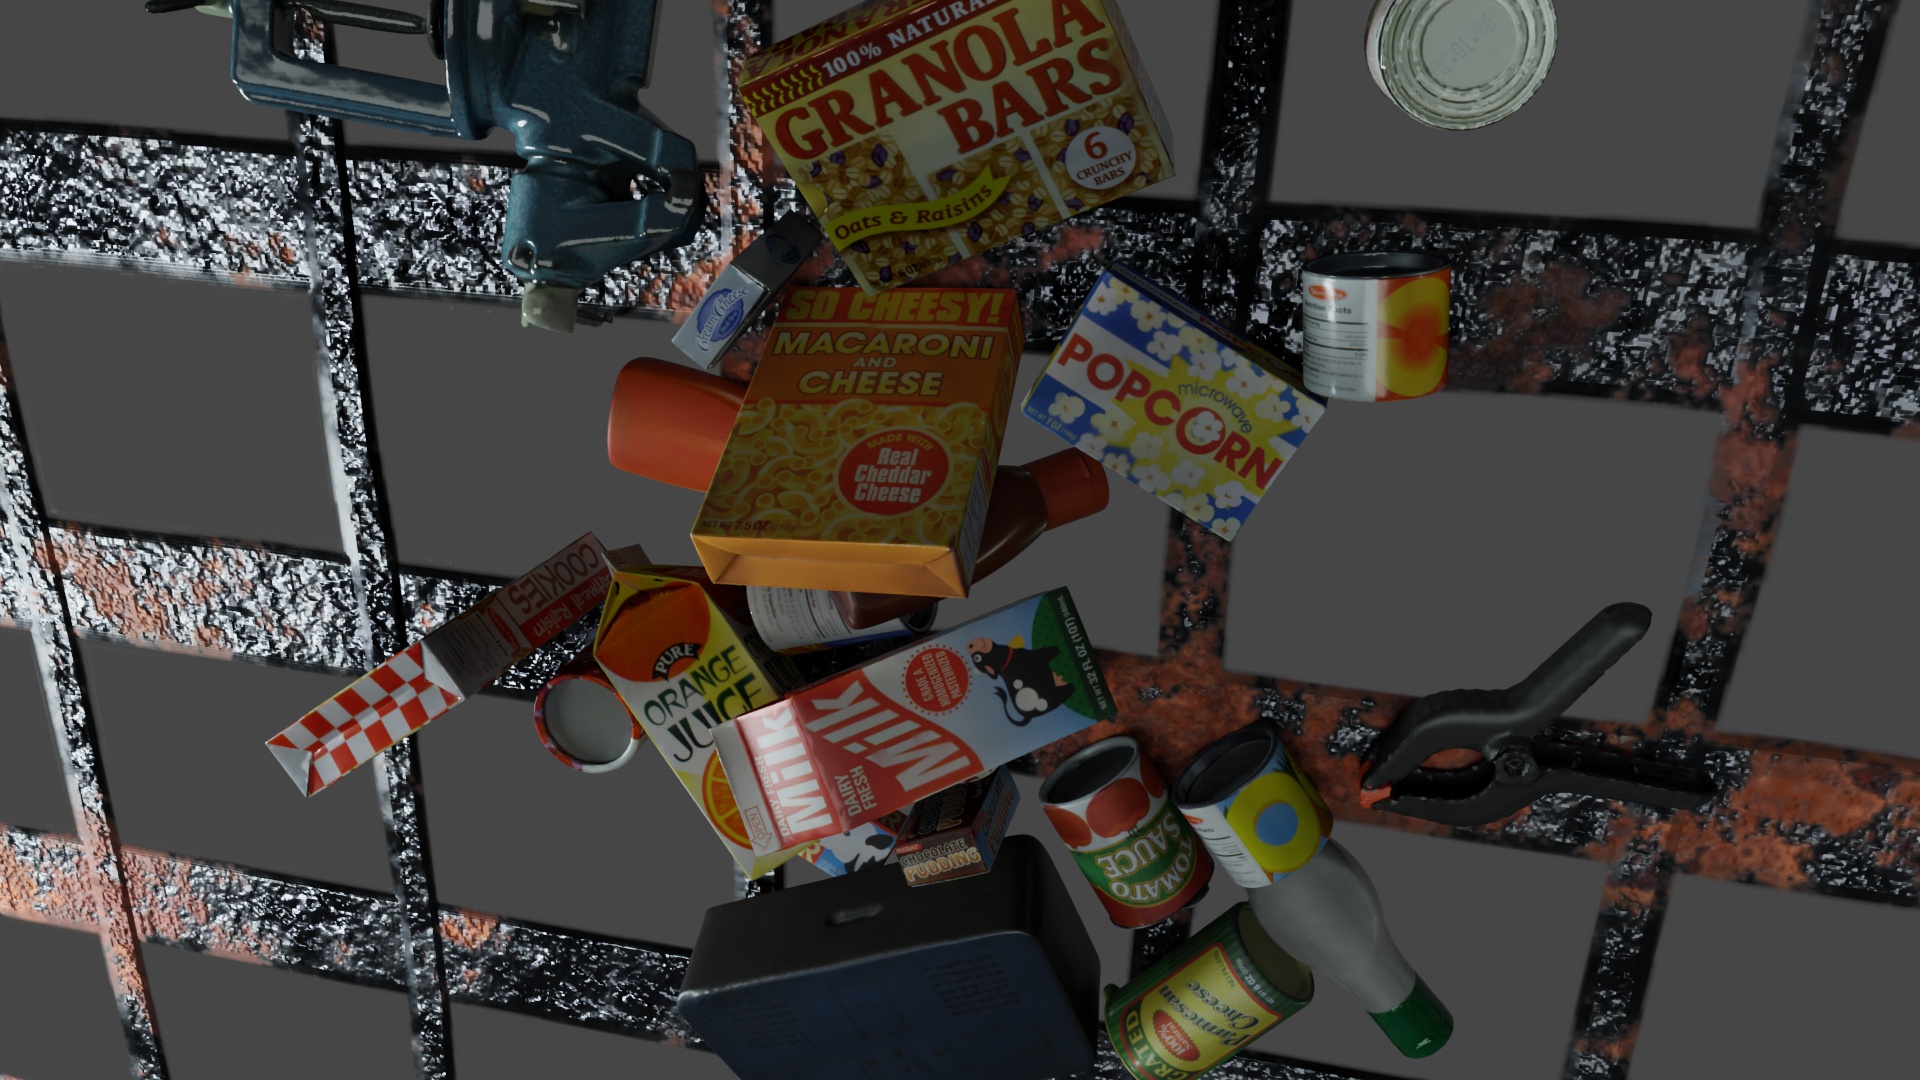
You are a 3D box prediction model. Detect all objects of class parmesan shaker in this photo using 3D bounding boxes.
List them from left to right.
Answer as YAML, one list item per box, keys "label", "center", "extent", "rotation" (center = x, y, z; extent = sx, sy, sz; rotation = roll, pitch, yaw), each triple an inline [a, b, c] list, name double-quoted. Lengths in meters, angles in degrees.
- label: "parmesan shaker"
  center: [0.139, 0.258, 0.791]
  extent: [0.071, 0.071, 0.102]
  rotation: [43, 114, -5]

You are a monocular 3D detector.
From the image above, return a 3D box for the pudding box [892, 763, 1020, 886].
- label: "pudding box"
  center: [-0.001, 0.157, 0.777]
  extent: [0.049, 0.084, 0.030]
  rotation: [-17, 103, 20]

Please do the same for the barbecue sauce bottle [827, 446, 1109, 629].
- label: "barbecue sauce bottle"
  center: [0.002, -0.009, 0.693]
  extent: [0.149, 0.043, 0.065]
  rotation: [-20, 70, -19]

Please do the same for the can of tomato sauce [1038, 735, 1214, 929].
- label: "can of tomato sauce"
  center: [0.091, 0.160, 0.763]
  extent: [0.071, 0.071, 0.083]
  rotation: [-27, 102, 21]

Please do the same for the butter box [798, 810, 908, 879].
- label: "butter box"
  center: [-0.087, 0.163, 0.832]
  extent: [0.103, 0.024, 0.053]
  rotation: [32, 115, 0]

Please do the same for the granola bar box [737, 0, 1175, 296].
- label: "granola bar box"
  center: [0.000, -0.196, 0.641]
  extent: [0.165, 0.039, 0.123]
  rotation: [-18, 130, 19]

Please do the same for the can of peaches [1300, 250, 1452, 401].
- label: "can of peaches"
  center: [0.194, -0.100, 0.642]
  extent: [0.071, 0.071, 0.057]
  rotation: [0, 110, 14]

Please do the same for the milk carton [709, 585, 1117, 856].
- label: "milk carton"
  center: [-0.026, 0.092, 0.709]
  extent: [0.191, 0.073, 0.072]
  rotation: [-21, 88, -12]

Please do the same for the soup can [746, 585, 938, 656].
- label: "soup can"
  center: [-0.062, 0.024, 0.750]
  extent: [0.083, 0.072, 0.071]
  rotation: [-11, 108, 22]

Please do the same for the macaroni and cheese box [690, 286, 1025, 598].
- label: "macaroni and cheese box"
  center: [-0.043, -0.052, 0.665]
  extent: [0.124, 0.167, 0.040]
  rotation: [3, 141, 13]

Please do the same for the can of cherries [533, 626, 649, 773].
- label: "can of cherries"
  center: [-0.209, 0.093, 0.816]
  extent: [0.071, 0.058, 0.071]
  rotation: [5, 112, 12]

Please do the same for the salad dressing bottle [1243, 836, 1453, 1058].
- label: "salad dressing bottle"
  center: [0.217, 0.224, 0.772]
  extent: [0.064, 0.044, 0.147]
  rotation: [-37, 100, 16]

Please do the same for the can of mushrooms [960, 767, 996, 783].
- label: "can of mushrooms"
  center: [-0.001, 0.100, 0.782]
  extent: [0.071, 0.033, 0.070]
  rotation: [5, 111, 13]

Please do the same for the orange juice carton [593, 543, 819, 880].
- label: "orange juice carton"
  center: [-0.134, 0.083, 0.772]
  extent: [0.073, 0.072, 0.192]
  rotation: [-34, 92, 5]

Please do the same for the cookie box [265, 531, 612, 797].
- label: "cookie box"
  center: [-0.273, 0.064, 0.761]
  extent: [0.122, 0.168, 0.040]
  rotation: [-30, 98, 22]

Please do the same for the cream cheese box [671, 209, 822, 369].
- label: "cream cheese box"
  center: [-0.103, -0.125, 0.683]
  extent: [0.024, 0.104, 0.053]
  rotation: [38, 116, -10]

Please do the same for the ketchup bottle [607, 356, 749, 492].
- label: "ketchup bottle"
  center: [-0.113, -0.051, 0.746]
  extent: [0.149, 0.044, 0.064]
  rotation: [16, 114, 7]

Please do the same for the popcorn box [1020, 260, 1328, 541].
- label: "popcorn box"
  center: [0.105, -0.069, 0.689]
  extent: [0.127, 0.038, 0.085]
  rotation: [32, 114, 0]

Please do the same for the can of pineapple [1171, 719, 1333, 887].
- label: "can of pineapple"
  center: [0.158, 0.141, 0.742]
  extent: [0.071, 0.071, 0.058]
  rotation: [-32, 101, 22]
